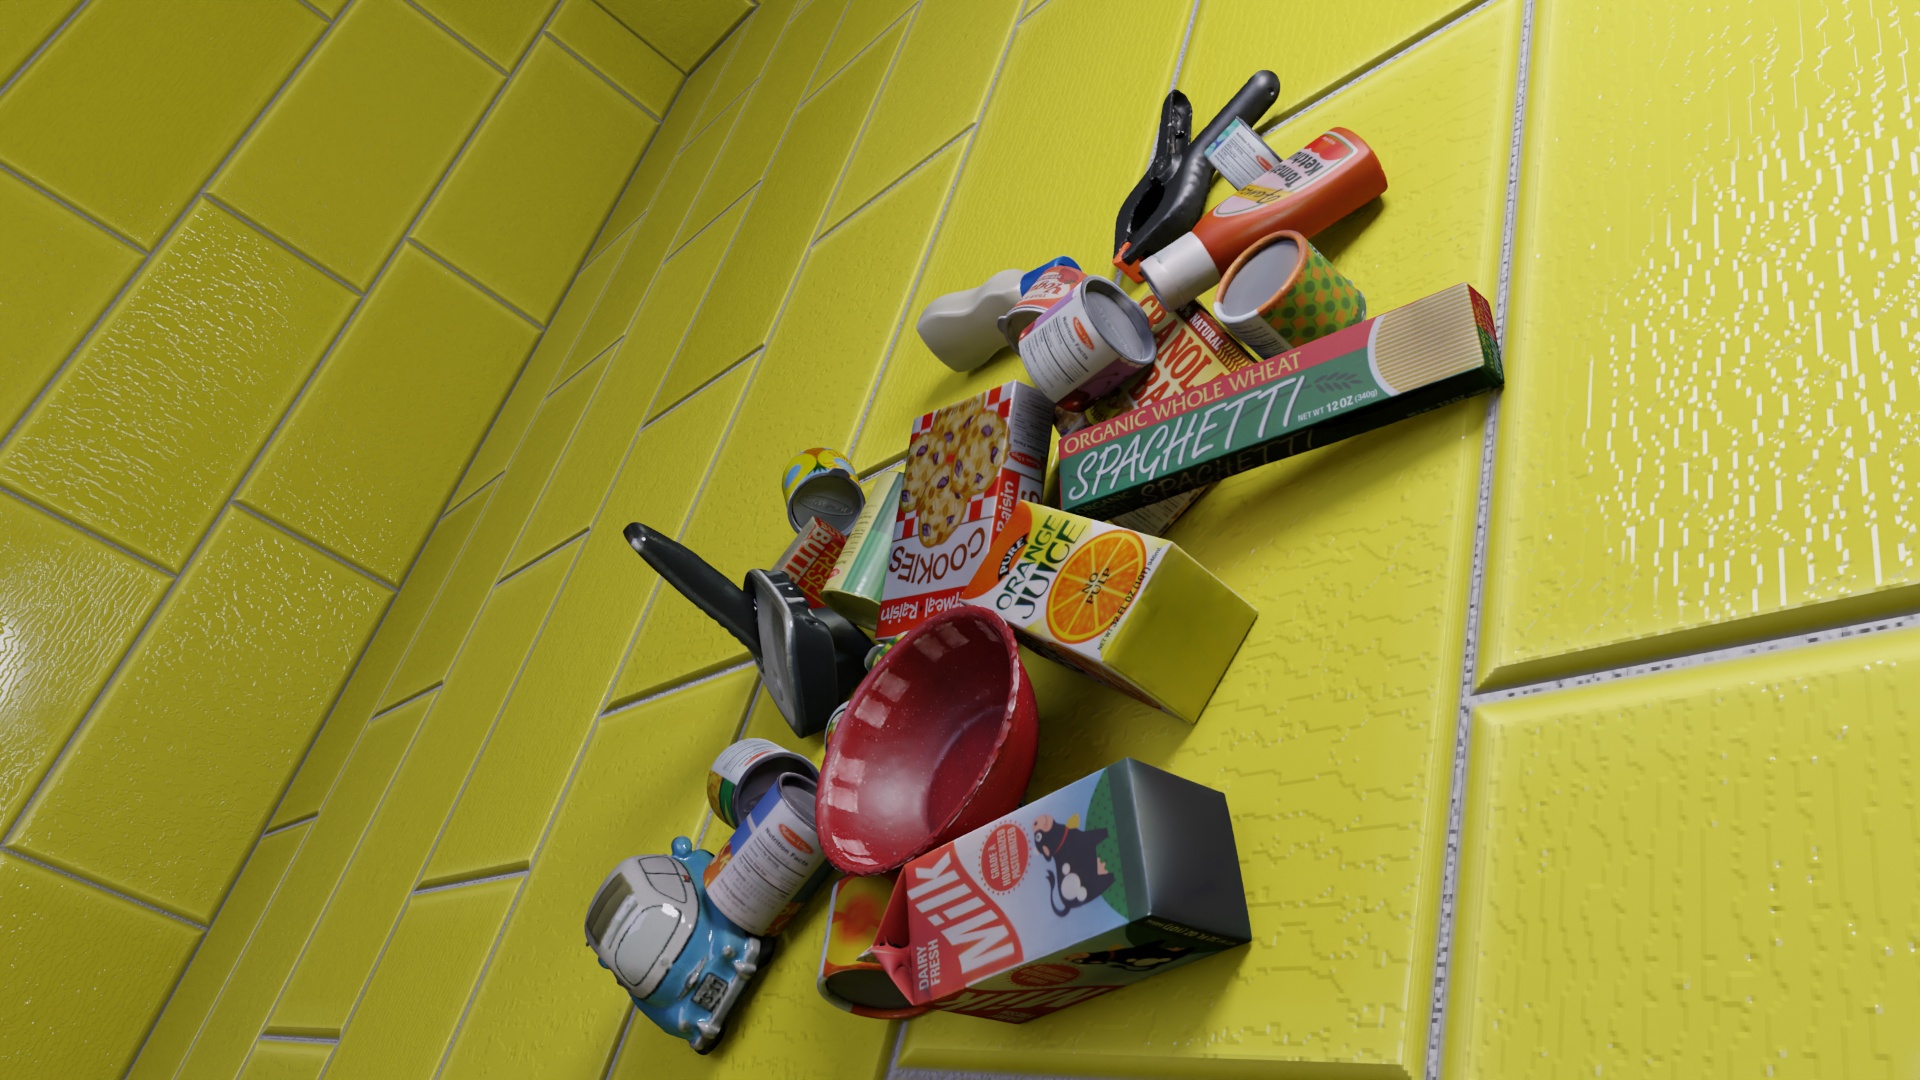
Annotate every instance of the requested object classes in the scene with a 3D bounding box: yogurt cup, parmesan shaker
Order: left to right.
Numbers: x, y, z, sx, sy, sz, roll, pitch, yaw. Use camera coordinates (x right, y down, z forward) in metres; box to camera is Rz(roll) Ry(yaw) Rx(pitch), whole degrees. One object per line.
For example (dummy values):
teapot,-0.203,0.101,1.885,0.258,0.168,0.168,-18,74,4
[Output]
parmesan shaker,-0.050,0.008,1.013,0.071,0.071,0.103,-9,51,55
yogurt cup,0.072,-0.163,1.018,0.072,0.072,0.054,-13,41,53

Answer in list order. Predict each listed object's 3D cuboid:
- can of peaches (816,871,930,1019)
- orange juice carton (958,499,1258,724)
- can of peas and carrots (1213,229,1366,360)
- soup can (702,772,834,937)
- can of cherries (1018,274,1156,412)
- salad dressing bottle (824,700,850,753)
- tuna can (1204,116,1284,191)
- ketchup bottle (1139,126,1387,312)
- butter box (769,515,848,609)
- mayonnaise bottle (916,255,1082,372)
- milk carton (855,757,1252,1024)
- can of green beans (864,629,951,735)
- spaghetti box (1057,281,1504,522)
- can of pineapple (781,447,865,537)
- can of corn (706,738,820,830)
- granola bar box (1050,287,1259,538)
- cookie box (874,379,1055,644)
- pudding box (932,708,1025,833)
can of peaches,-0.040,0.220,0.756,0.071,0.071,0.058,-34,33,36
orange juice carton,0.067,0.032,0.781,0.072,0.073,0.193,-58,29,-7
can of peas and carrots,0.190,-0.138,0.800,0.070,0.058,0.071,-38,31,29
soup can,-0.116,0.203,0.901,0.083,0.071,0.071,-51,27,9
can of cherries,0.080,-0.122,0.868,0.058,0.071,0.072,-37,32,35
salad dressing bottle,-0.052,0.157,0.871,0.064,0.044,0.148,-57,25,16
tuna can,0.194,-0.243,0.910,0.032,0.071,0.071,-45,28,20
ketchup bottle,0.182,-0.193,0.849,0.149,0.043,0.065,-32,30,6
butter box,-0.128,0.035,1.125,0.103,0.053,0.024,-52,24,5
mayonnaise bottle,0.034,-0.183,1.107,0.147,0.064,0.041,-19,36,44
milk carton,0.036,0.177,0.659,0.190,0.072,0.074,-34,47,36
can of green beans,-0.020,0.097,0.863,0.071,0.071,0.058,-50,27,10
spaghetti box,0.159,-0.066,0.743,0.249,0.028,0.050,-19,59,34
can of pineapple,-0.115,-0.040,1.176,0.071,0.071,0.058,-49,27,12
can of corn,-0.136,0.177,0.964,0.058,0.071,0.071,6,64,61
granola bar box,0.124,-0.086,0.870,0.124,0.039,0.166,-48,27,15
cookie box,0.003,-0.012,0.937,0.122,0.040,0.168,-14,62,54
pudding box,0.011,0.145,0.799,0.049,0.030,0.084,-35,33,32
